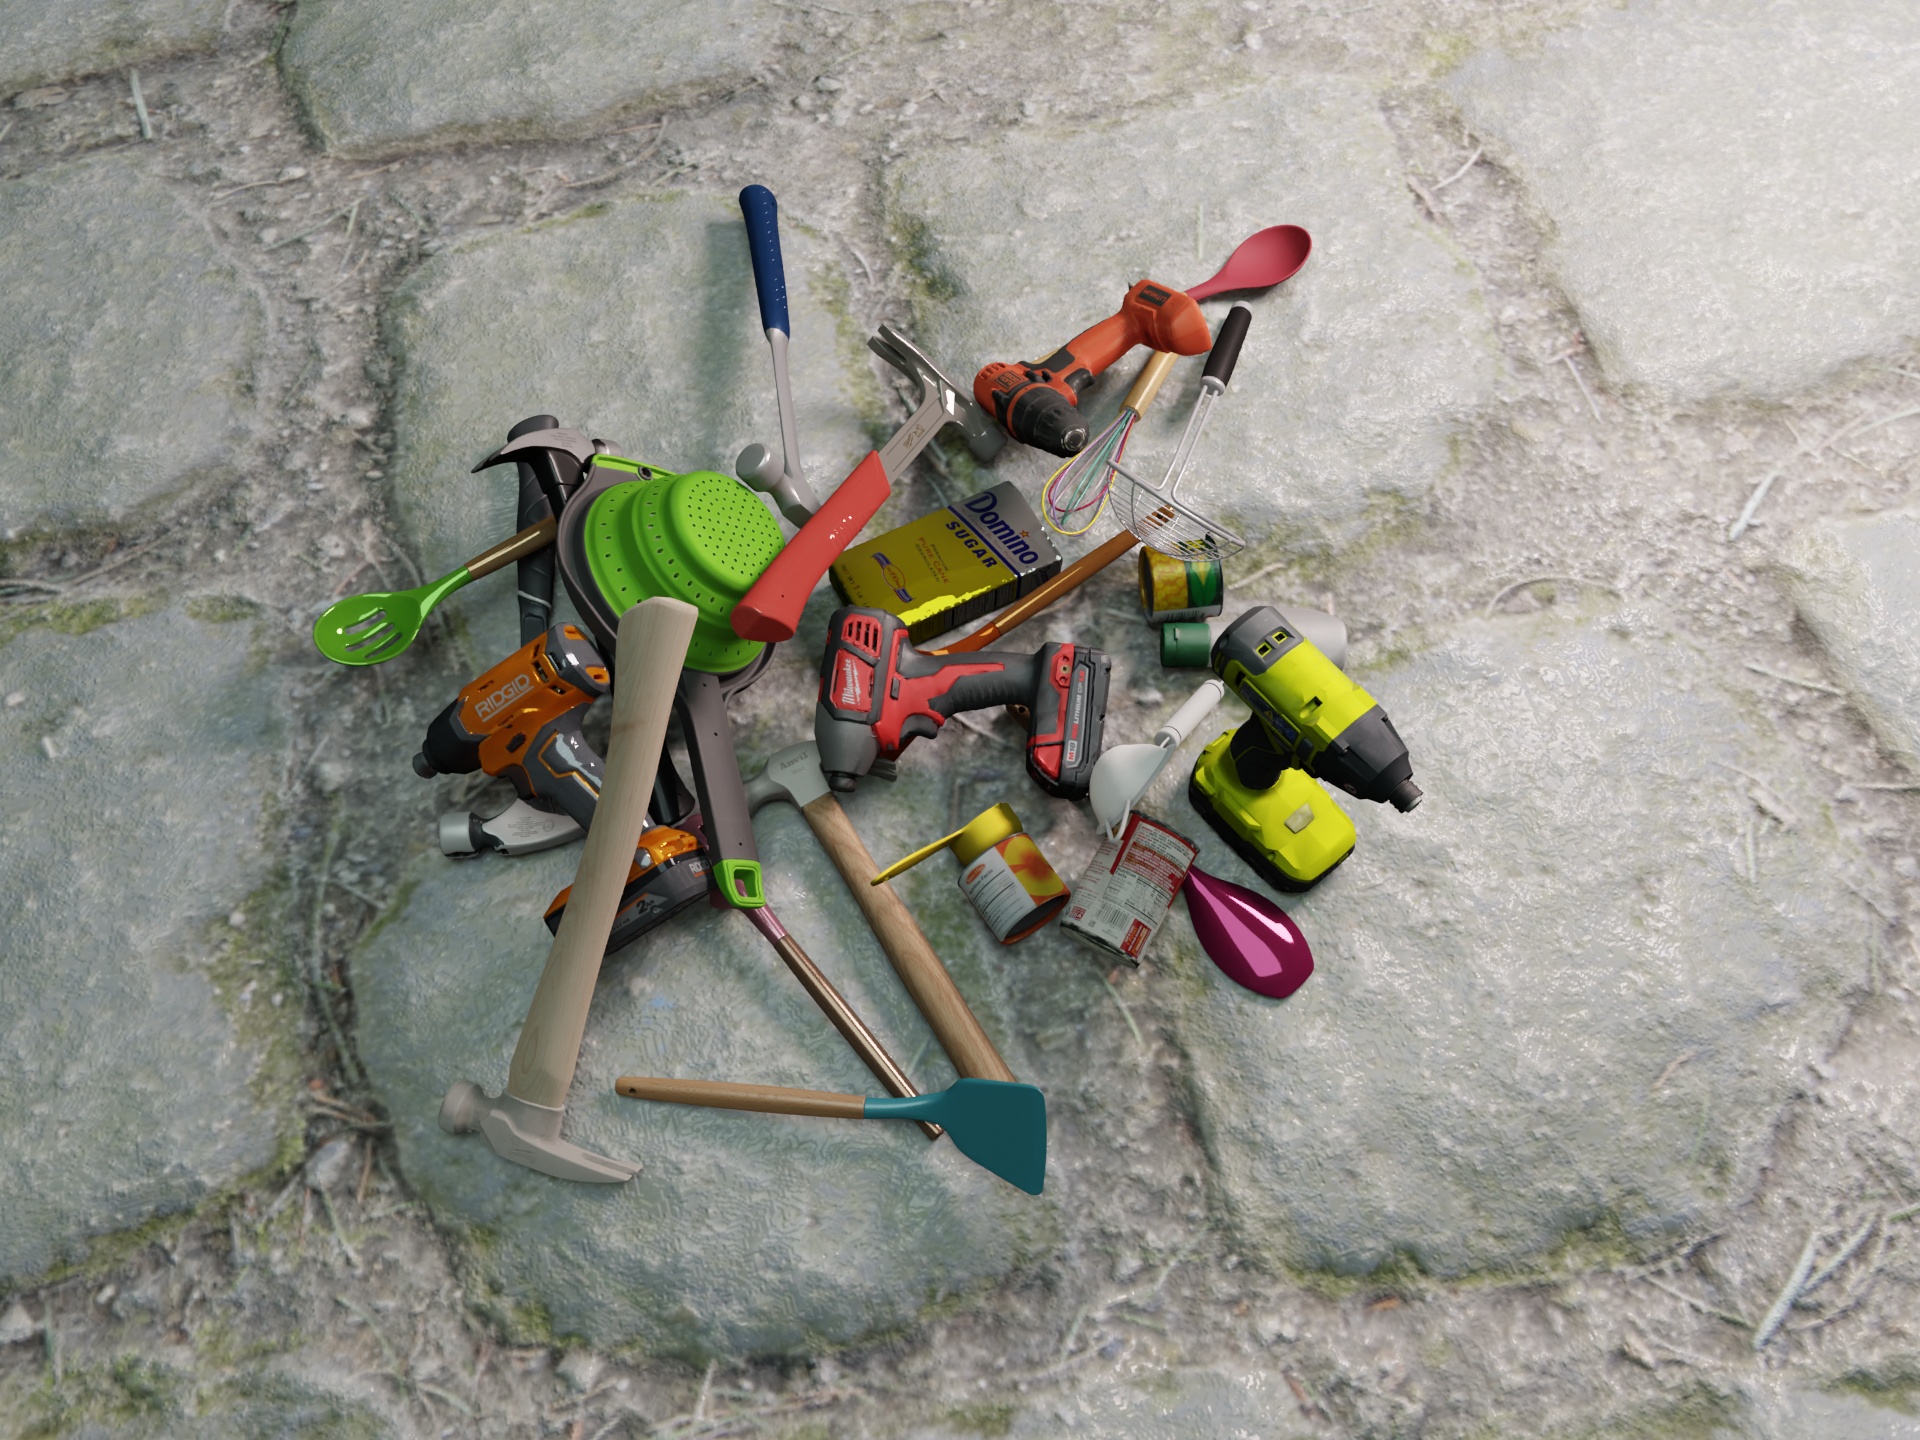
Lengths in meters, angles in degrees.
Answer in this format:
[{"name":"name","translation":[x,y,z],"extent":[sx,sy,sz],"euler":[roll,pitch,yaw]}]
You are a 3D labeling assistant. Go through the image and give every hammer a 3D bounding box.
[{"name":"hammer","translation":[-0.243,0.117,1.105],"extent":[0.146,0.038,0.410],"euler":[18,96,8]},{"name":"hammer","translation":[-0.347,-0.083,1.315],"extent":[0.149,0.036,0.409],"euler":[-5,64,-4]},{"name":"hammer","translation":[-0.088,-0.186,1.276],"extent":[0.149,0.036,0.359],"euler":[41,47,-8]},{"name":"hammer","translation":[-0.280,-0.073,1.249],"extent":[0.035,0.146,0.335],"euler":[-23,82,29]},{"name":"hammer","translation":[-0.158,-0.326,1.404],"extent":[0.035,0.143,0.406],"euler":[-25,53,20]},{"name":"hammer","translation":[-0.050,0.152,1.203],"extent":[0.130,0.031,0.331],"euler":[-29,68,-13]}]

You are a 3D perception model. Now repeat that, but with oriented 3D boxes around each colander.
[{"name":"colander","translation":[-0.182,-0.055,1.209],"extent":[0.204,0.094,0.397],"euler":[10,55,-46]}]

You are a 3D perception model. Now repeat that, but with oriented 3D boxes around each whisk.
[{"name":"whisk","translation":[0.137,-0.258,1.399],"extent":[0.047,0.051,0.245],"euler":[23,63,17]}]

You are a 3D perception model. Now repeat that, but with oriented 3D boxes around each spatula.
[{"name":"spatula","translation":[-0.095,0.275,1.123],"extent":[0.317,0.044,0.082],"euler":[3,106,9]},{"name":"spatula","translation":[0.046,-0.085,1.300],"extent":[0.322,0.041,0.081],"euler":[-34,83,-14]}]

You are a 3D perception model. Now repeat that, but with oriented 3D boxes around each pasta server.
[{"name":"pasta server","translation":[-0.117,0.187,1.190],"extent":[0.060,0.040,0.316],"euler":[-37,73,-17]}]

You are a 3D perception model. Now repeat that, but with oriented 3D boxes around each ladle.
[{"name":"ladle","translation":[0.186,-0.379,1.467],"extent":[0.315,0.031,0.069],"euler":[-27,53,-11]}]

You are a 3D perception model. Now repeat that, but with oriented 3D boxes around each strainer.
[{"name":"strainer","translation":[0.152,0.017,1.206],"extent":[0.050,0.087,0.258],"euler":[45,37,4]}]

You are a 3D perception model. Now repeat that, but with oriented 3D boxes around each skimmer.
[{"name":"skimmer","translation":[0.212,-0.263,1.336],"extent":[0.127,0.090,0.363],"euler":[30,52,-6]}]

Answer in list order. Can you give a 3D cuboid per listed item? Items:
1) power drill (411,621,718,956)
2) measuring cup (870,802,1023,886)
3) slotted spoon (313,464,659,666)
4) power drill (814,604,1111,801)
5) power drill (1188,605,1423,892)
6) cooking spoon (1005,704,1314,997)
[{"name":"power drill","translation":[-0.299,0.063,1.177],"extent":[0.164,0.084,0.226],"euler":[-32,85,10]},{"name":"measuring cup","translation":[-0.008,0.103,1.181],"extent":[0.029,0.062,0.156],"euler":[51,39,14]},{"name":"slotted spoon","translation":[-0.380,-0.132,1.306],"extent":[0.314,0.031,0.070],"euler":[-33,69,-20]},{"name":"power drill","translation":[-0.002,-0.004,1.220],"extent":[0.219,0.078,0.143],"euler":[8,80,1]},{"name":"power drill","translation":[0.245,0.034,1.154],"extent":[0.080,0.223,0.171],"euler":[-37,69,-16]},{"name":"cooking spoon","translation":[0.147,0.091,1.240],"extent":[0.069,0.017,0.319],"euler":[-40,71,-16]}]
